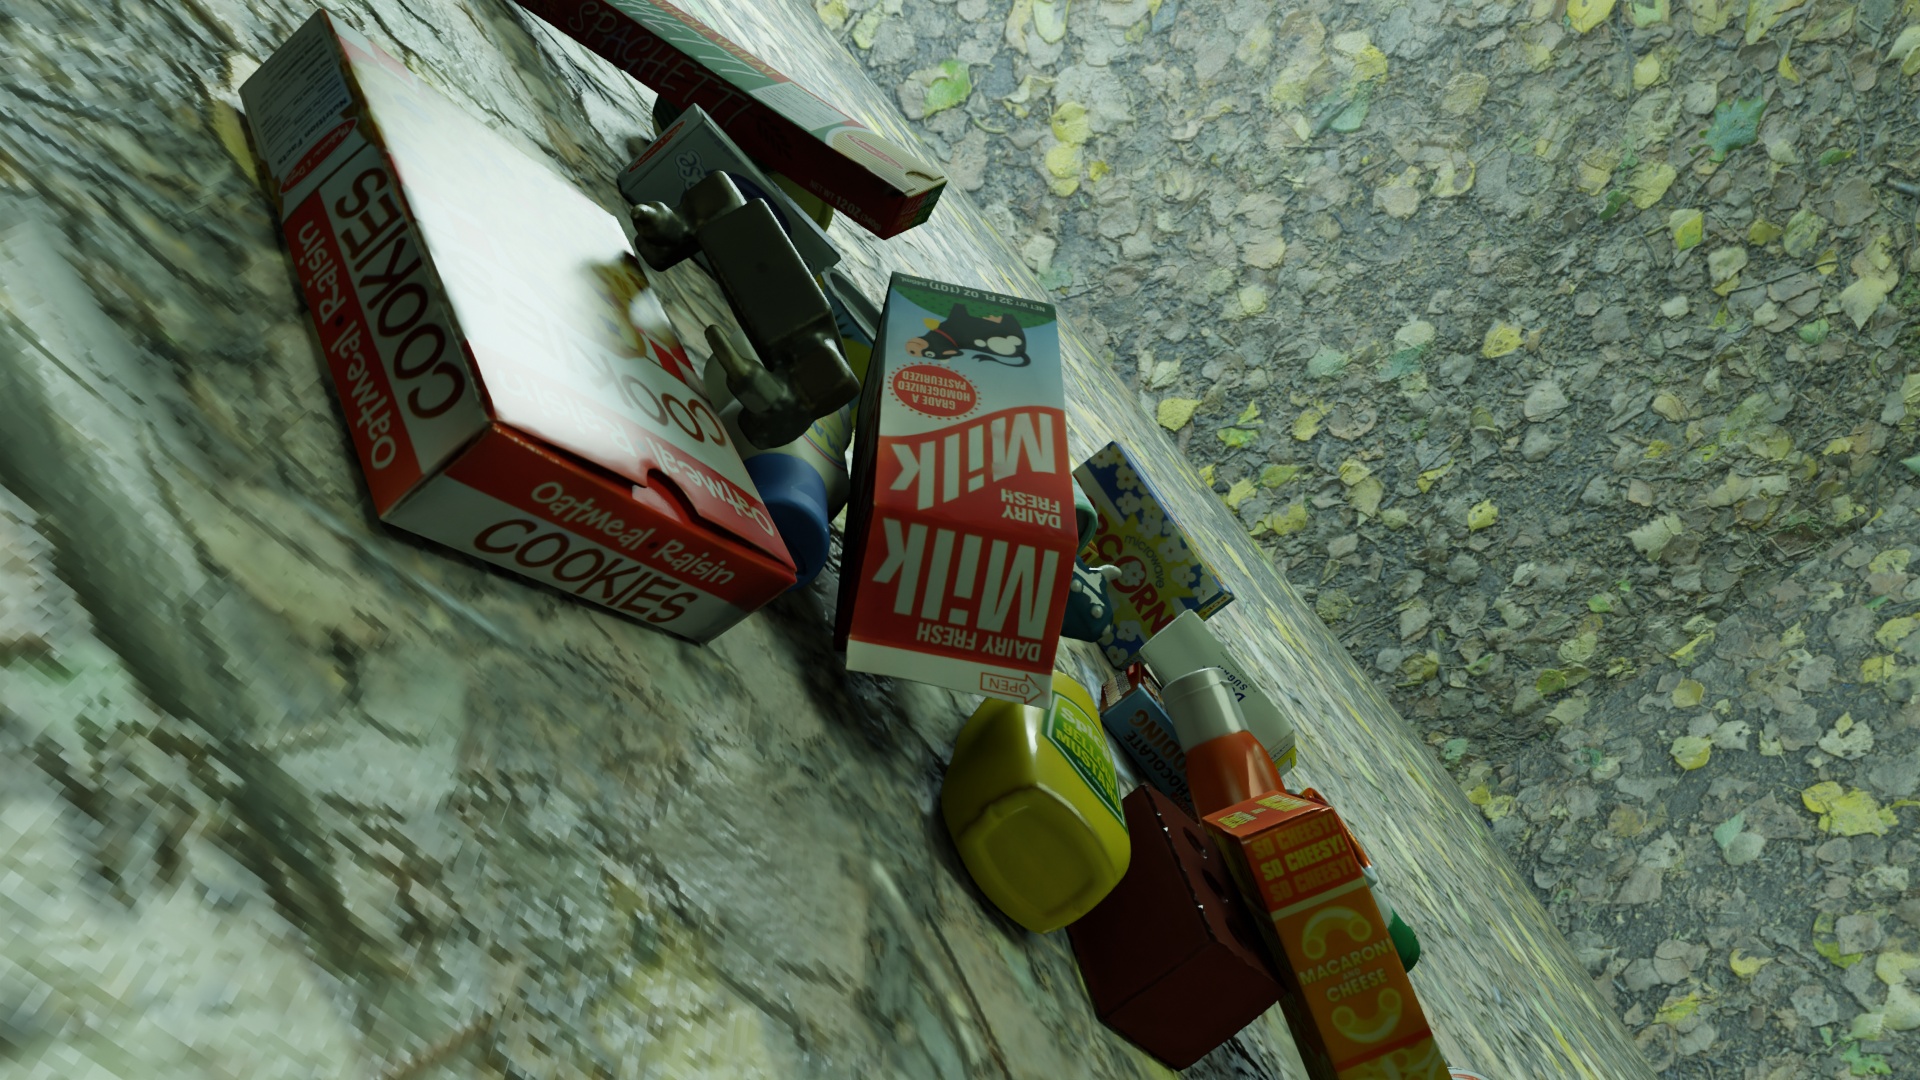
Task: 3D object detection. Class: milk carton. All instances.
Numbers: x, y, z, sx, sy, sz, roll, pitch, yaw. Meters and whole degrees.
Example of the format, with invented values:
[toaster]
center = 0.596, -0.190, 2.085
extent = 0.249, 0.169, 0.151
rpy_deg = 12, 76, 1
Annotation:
[milk carton]
center = -0.003, -0.015, 0.517
extent = 0.072, 0.073, 0.191
rpy_deg = 11, 40, -9

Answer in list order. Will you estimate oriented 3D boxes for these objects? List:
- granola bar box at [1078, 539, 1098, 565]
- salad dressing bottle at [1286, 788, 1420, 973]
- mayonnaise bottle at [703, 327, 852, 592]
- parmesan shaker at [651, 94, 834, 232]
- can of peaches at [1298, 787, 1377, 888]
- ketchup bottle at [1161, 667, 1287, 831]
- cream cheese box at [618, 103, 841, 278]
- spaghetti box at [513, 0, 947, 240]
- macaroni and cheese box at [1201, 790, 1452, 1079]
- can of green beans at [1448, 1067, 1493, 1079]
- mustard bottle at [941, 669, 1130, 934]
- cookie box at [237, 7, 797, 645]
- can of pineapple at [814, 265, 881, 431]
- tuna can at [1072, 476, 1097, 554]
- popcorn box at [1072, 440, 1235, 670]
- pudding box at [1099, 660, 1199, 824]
[granola bar box]
center = 0.010, -0.051, 0.843
extent = 0.165, 0.039, 0.124
rpy_deg = 33, 23, -54
[salad dressing bottle]
center = 0.240, 0.222, 0.886
extent = 0.147, 0.044, 0.064
rpy_deg = 48, 8, -19
[mayonnaise bottle]
center = -0.068, -0.031, 0.514
extent = 0.064, 0.041, 0.149
rpy_deg = 44, 15, -24
[parmesan shaker]
center = -0.120, -0.206, 0.751
extent = 0.071, 0.071, 0.103
rpy_deg = 31, 24, -57
[can of peaches]
center = 0.198, 0.184, 0.806
extent = 0.071, 0.058, 0.071
rpy_deg = 49, 13, -15
[ketchup bottle]
center = 0.146, 0.139, 0.712
extent = 0.065, 0.043, 0.149
rpy_deg = 14, 50, -51
[cream cheese box]
center = -0.112, -0.159, 0.685
extent = 0.103, 0.053, 0.024
rpy_deg = 42, 14, -38
[spaghetti box]
center = -0.122, -0.232, 0.702
extent = 0.250, 0.028, 0.050
rpy_deg = 34, 33, 9
[macaroni and cheese box]
center = 0.149, 0.182, 0.536
extent = 0.123, 0.040, 0.166
rpy_deg = 66, 2, -81
[can of green beans]
center = 0.222, 0.277, 0.616
extent = 0.071, 0.071, 0.058
rpy_deg = 55, 14, 13
[mustard bottle]
center = 0.029, 0.082, 0.522
extent = 0.065, 0.048, 0.161
rpy_deg = 51, 13, -11
[cookie box]
center = -0.124, -0.058, 0.395
extent = 0.123, 0.040, 0.168
rpy_deg = 33, 22, -57
[can of pineapple]
center = -0.062, -0.084, 0.641
extent = 0.071, 0.058, 0.071
rpy_deg = 48, 13, -14
[tuna can]
center = 0.042, -0.011, 0.773
extent = 0.071, 0.071, 0.033
rpy_deg = 33, 23, -55
[popcorn box]
center = 0.105, 0.010, 0.901
extent = 0.127, 0.085, 0.038
rpy_deg = 57, 15, 22
[pudding box]
center = 0.114, 0.112, 0.773
extent = 0.083, 0.030, 0.050
rpy_deg = 50, 14, -5
